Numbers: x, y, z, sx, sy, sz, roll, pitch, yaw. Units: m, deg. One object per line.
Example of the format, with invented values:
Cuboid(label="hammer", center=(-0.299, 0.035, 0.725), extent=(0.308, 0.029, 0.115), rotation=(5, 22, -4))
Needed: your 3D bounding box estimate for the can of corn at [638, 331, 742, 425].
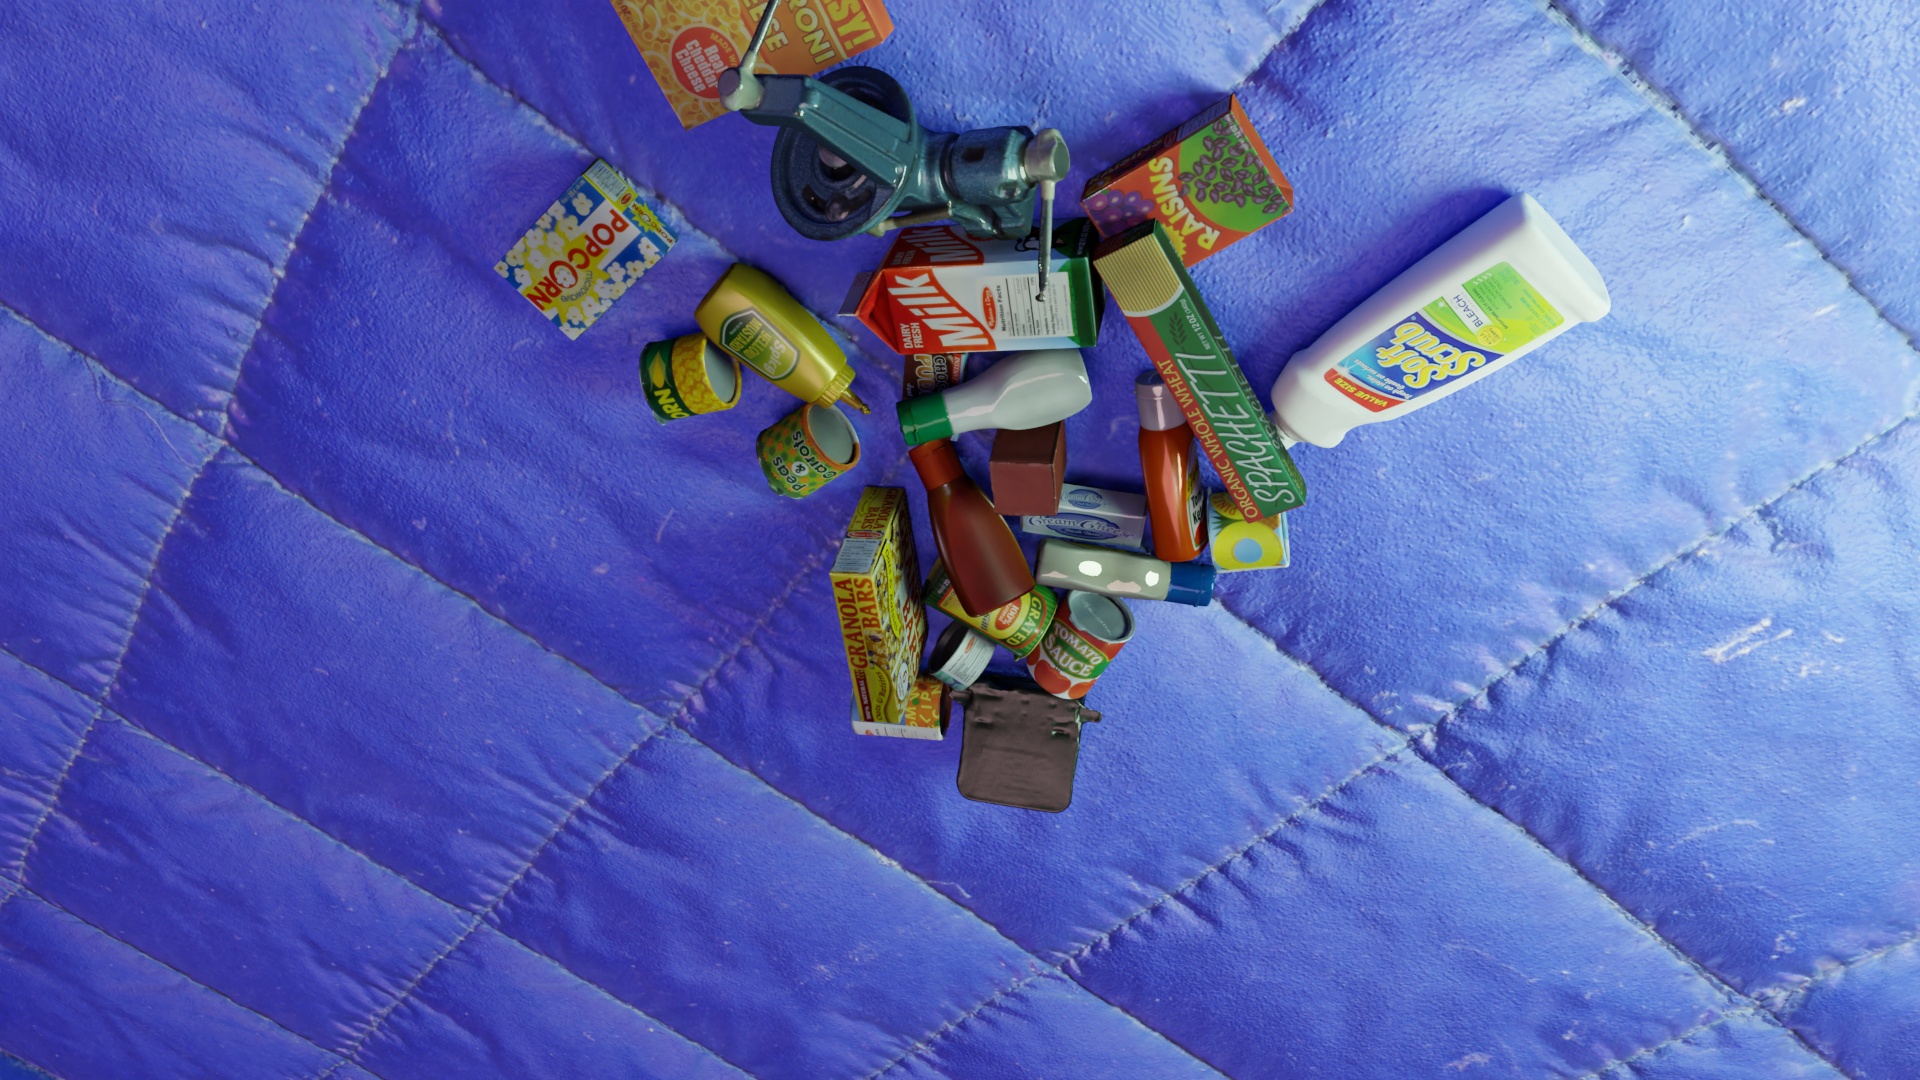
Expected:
Cuboid(label="can of corn", center=(-0.218, -0.132, 1.124), extent=(0.058, 0.071, 0.071), rotation=(-9, 124, 19))

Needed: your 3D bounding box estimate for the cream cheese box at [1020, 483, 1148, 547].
Cuboid(label="cream cheese box", center=(0.102, -0.022, 1.150), extent=(0.104, 0.024, 0.053), rotation=(9, 151, 7))

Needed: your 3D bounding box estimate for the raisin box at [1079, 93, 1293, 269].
Cuboid(label="raisin box", center=(0.158, -0.240, 0.973), extent=(0.123, 0.040, 0.086), rotation=(-25, 118, 29))

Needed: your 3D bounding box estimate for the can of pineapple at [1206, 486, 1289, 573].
Cuboid(label="can of pineapple", center=(0.230, -0.010, 1.113), extent=(0.058, 0.071, 0.070), rotation=(-6, 125, 17))

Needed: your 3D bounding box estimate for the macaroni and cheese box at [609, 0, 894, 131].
Cuboid(label="macaroni and cheese box", center=(-0.146, -0.370, 0.946), extent=(0.166, 0.040, 0.123), rotation=(-15, 122, 24))

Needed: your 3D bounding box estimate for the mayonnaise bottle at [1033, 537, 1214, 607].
Cuboid(label="mayonnaise bottle", center=(0.137, 0.027, 1.168), extent=(0.148, 0.065, 0.041), rotation=(8, 90, -1))

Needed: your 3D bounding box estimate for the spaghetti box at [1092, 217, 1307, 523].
Cuboid(label="spaghetti box", center=(0.179, -0.117, 1.012), extent=(0.050, 0.029, 0.249), rotation=(-21, 117, 28))

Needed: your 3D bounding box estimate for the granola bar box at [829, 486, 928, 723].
Cuboid(label="granola bar box", center=(-0.066, 0.056, 1.195), extent=(0.039, 0.125, 0.164), rotation=(1, 127, 12))

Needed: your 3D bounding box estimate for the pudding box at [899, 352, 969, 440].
Cuboid(label="pudding box", center=(-0.020, -0.123, 1.109), extent=(0.050, 0.030, 0.083), rotation=(10, 128, 5))

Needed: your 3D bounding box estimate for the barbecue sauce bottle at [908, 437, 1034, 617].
Cuboid(label="barbecue sauce bottle", center=(0.004, -0.014, 1.146), extent=(0.148, 0.065, 0.043), rotation=(65, 162, -4))

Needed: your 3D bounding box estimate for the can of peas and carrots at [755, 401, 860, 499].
Cuboid(label="can of peas and carrots", center=(-0.126, -0.075, 1.145), extent=(0.058, 0.071, 0.071), rotation=(-29, 115, 29))

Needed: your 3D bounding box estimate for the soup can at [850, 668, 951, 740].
Cuboid(label="soup can", center=(-0.055, 0.149, 1.303), extent=(0.084, 0.072, 0.071), rotation=(3, 127, 10))

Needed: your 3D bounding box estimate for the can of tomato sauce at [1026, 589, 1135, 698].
Cuboid(label="can of tomato sauce", center=(0.103, 0.090, 1.216), extent=(0.071, 0.071, 0.082), rotation=(26, 128, -7))

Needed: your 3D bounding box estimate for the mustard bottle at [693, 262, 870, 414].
Cuboid(label="mustard bottle", center=(-0.133, -0.150, 1.103), extent=(0.160, 0.049, 0.065), rotation=(38, 127, -15))

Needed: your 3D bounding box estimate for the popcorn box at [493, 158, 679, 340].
Cuboid(label="popcorn box", center=(-0.294, -0.227, 1.090), extent=(0.126, 0.038, 0.085), rotation=(-33, 114, 32))

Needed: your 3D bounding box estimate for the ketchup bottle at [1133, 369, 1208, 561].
Cuboid(label="ketchup bottle", center=(0.165, -0.061, 1.095), extent=(0.043, 0.065, 0.148), rotation=(-1, 118, 24))

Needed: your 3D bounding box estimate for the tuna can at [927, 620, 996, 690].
Cuboid(label="tuna can", center=(0.002, 0.100, 1.253), extent=(0.033, 0.071, 0.070), rotation=(34, 127, -14))

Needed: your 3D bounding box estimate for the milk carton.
Cuboid(label="milk carton", center=(0.007, -0.187, 1.028), extent=(0.190, 0.073, 0.073), rotation=(-1, 126, 13))

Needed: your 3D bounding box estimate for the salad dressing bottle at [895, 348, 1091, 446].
Cuboid(label="salad dressing bottle", center=(0.025, -0.109, 1.074), extent=(0.148, 0.044, 0.064), rotation=(-15, 135, 2))

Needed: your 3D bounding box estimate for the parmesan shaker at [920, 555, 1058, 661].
Cuboid(label="parmesan shaker", center=(0.023, 0.051, 1.206), extent=(0.103, 0.072, 0.071), rotation=(30, 127, -10))
